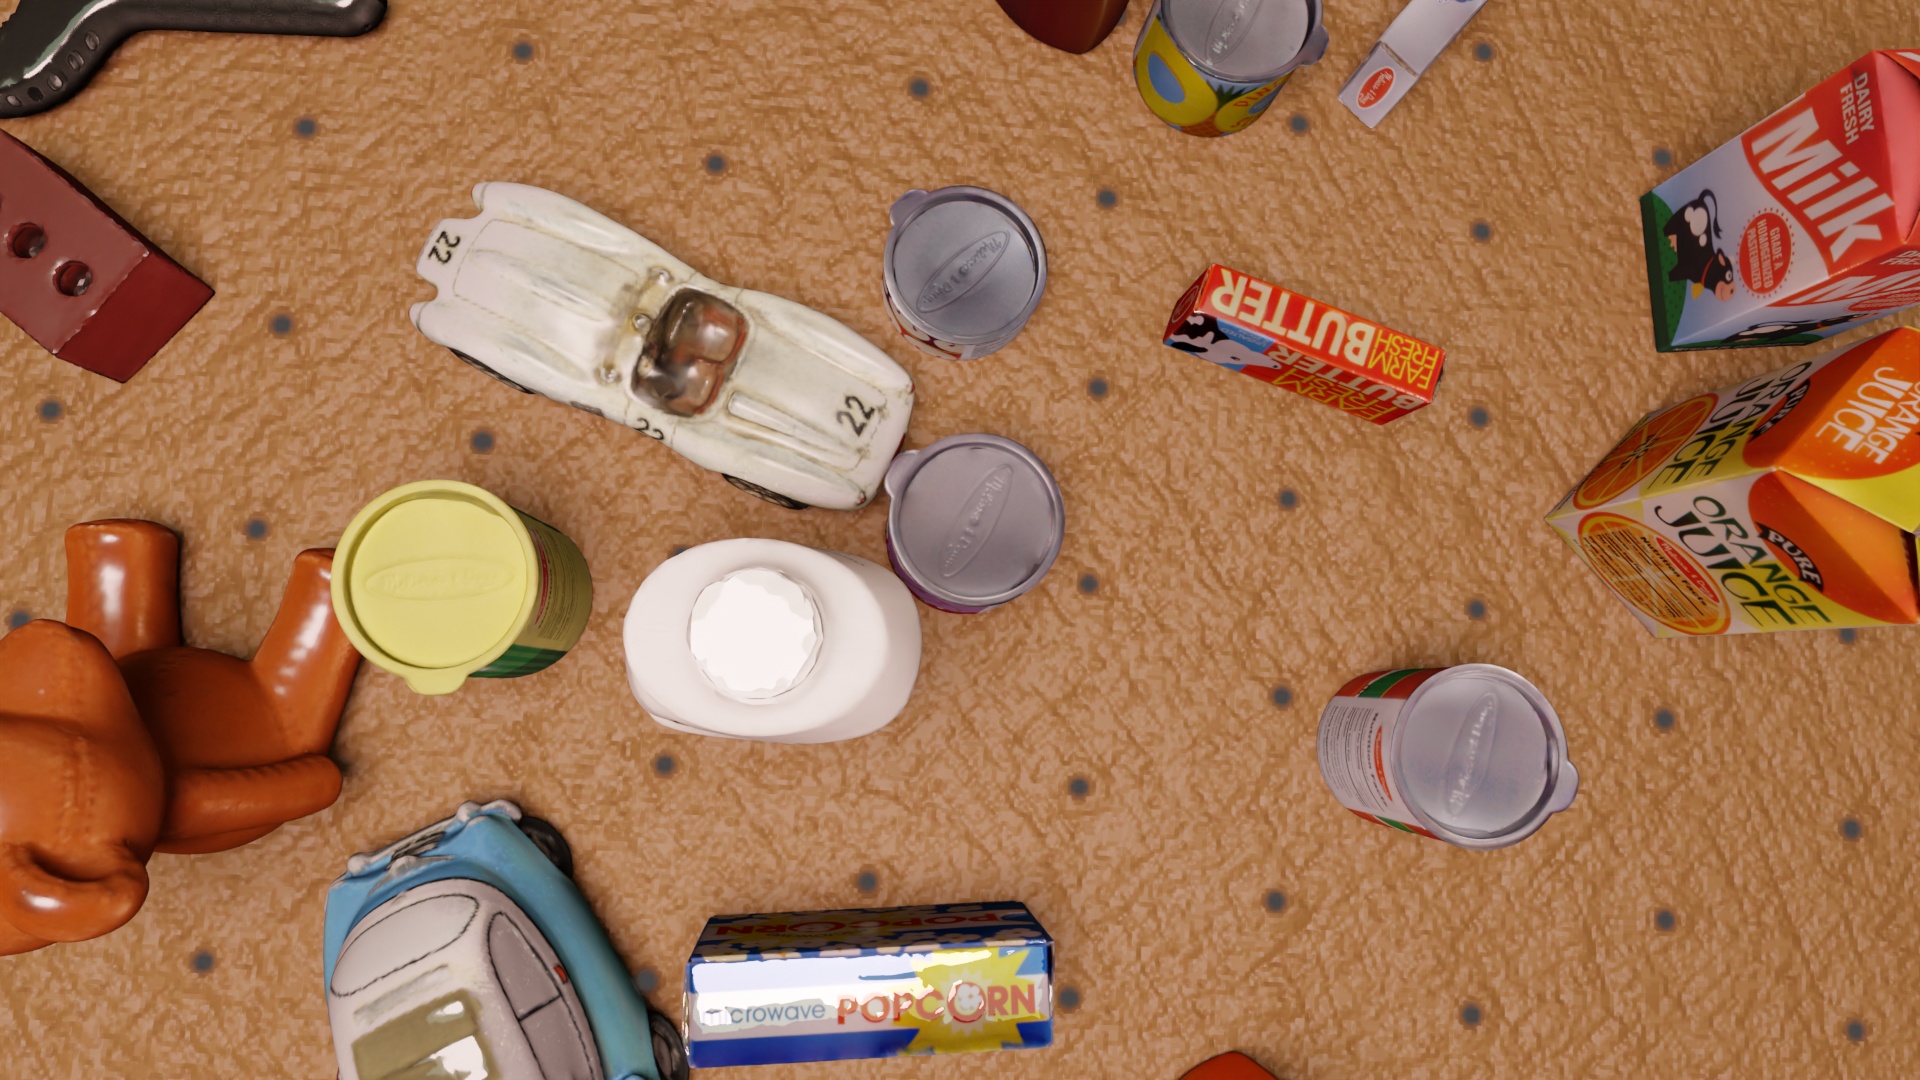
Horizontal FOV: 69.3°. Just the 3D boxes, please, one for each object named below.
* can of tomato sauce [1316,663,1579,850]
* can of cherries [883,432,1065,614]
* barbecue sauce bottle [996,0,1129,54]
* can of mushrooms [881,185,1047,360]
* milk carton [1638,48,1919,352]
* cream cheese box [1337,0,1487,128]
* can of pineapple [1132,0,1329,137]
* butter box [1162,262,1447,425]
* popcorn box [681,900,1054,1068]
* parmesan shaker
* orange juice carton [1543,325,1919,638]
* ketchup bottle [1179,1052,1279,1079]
[{"bbox_3d":[0.185,0.082,0.539,0.071,0.083,0.071,1,84,-5],"label":"can of tomato sauce"},{"bbox_3d":[0.002,-0.007,0.546,0.071,0.058,0.071,1,83,-5],"label":"can of cherries"},{"bbox_3d":[0.046,-0.245,0.533,0.065,0.148,0.044,39,82,0],"label":"barbecue sauce bottle"},{"bbox_3d":[-0.001,-0.111,0.570,0.071,0.033,0.071,1,83,-5],"label":"can of mushrooms"},{"bbox_3d":[0.344,-0.129,0.524,0.072,0.190,0.073,-3,84,-5],"label":"milk carton"},{"bbox_3d":[0.208,-0.228,0.593,0.024,0.053,0.104,42,82,1],"label":"cream cheese box"},{"bbox_3d":[0.111,-0.209,0.580,0.071,0.058,0.071,1,83,-5],"label":"can of pineapple"},{"bbox_3d":[0.140,-0.079,0.569,0.103,0.053,0.024,20,82,-2],"label":"butter box"},{"bbox_3d":[-0.034,0.160,0.509,0.127,0.085,0.038,-1,84,-5],"label":"popcorn box"},{"bbox_3d":[-0.176,0.020,0.504,0.071,0.103,0.071,1,84,-5],"label":"parmesan shaker"},{"bbox_3d":[0.306,-0.017,0.506,0.072,0.192,0.073,-43,89,-8],"label":"orange juice carton"},{"bbox_3d":[0.105,0.225,0.481,0.065,0.148,0.043,-44,89,-8],"label":"ketchup bottle"}]
